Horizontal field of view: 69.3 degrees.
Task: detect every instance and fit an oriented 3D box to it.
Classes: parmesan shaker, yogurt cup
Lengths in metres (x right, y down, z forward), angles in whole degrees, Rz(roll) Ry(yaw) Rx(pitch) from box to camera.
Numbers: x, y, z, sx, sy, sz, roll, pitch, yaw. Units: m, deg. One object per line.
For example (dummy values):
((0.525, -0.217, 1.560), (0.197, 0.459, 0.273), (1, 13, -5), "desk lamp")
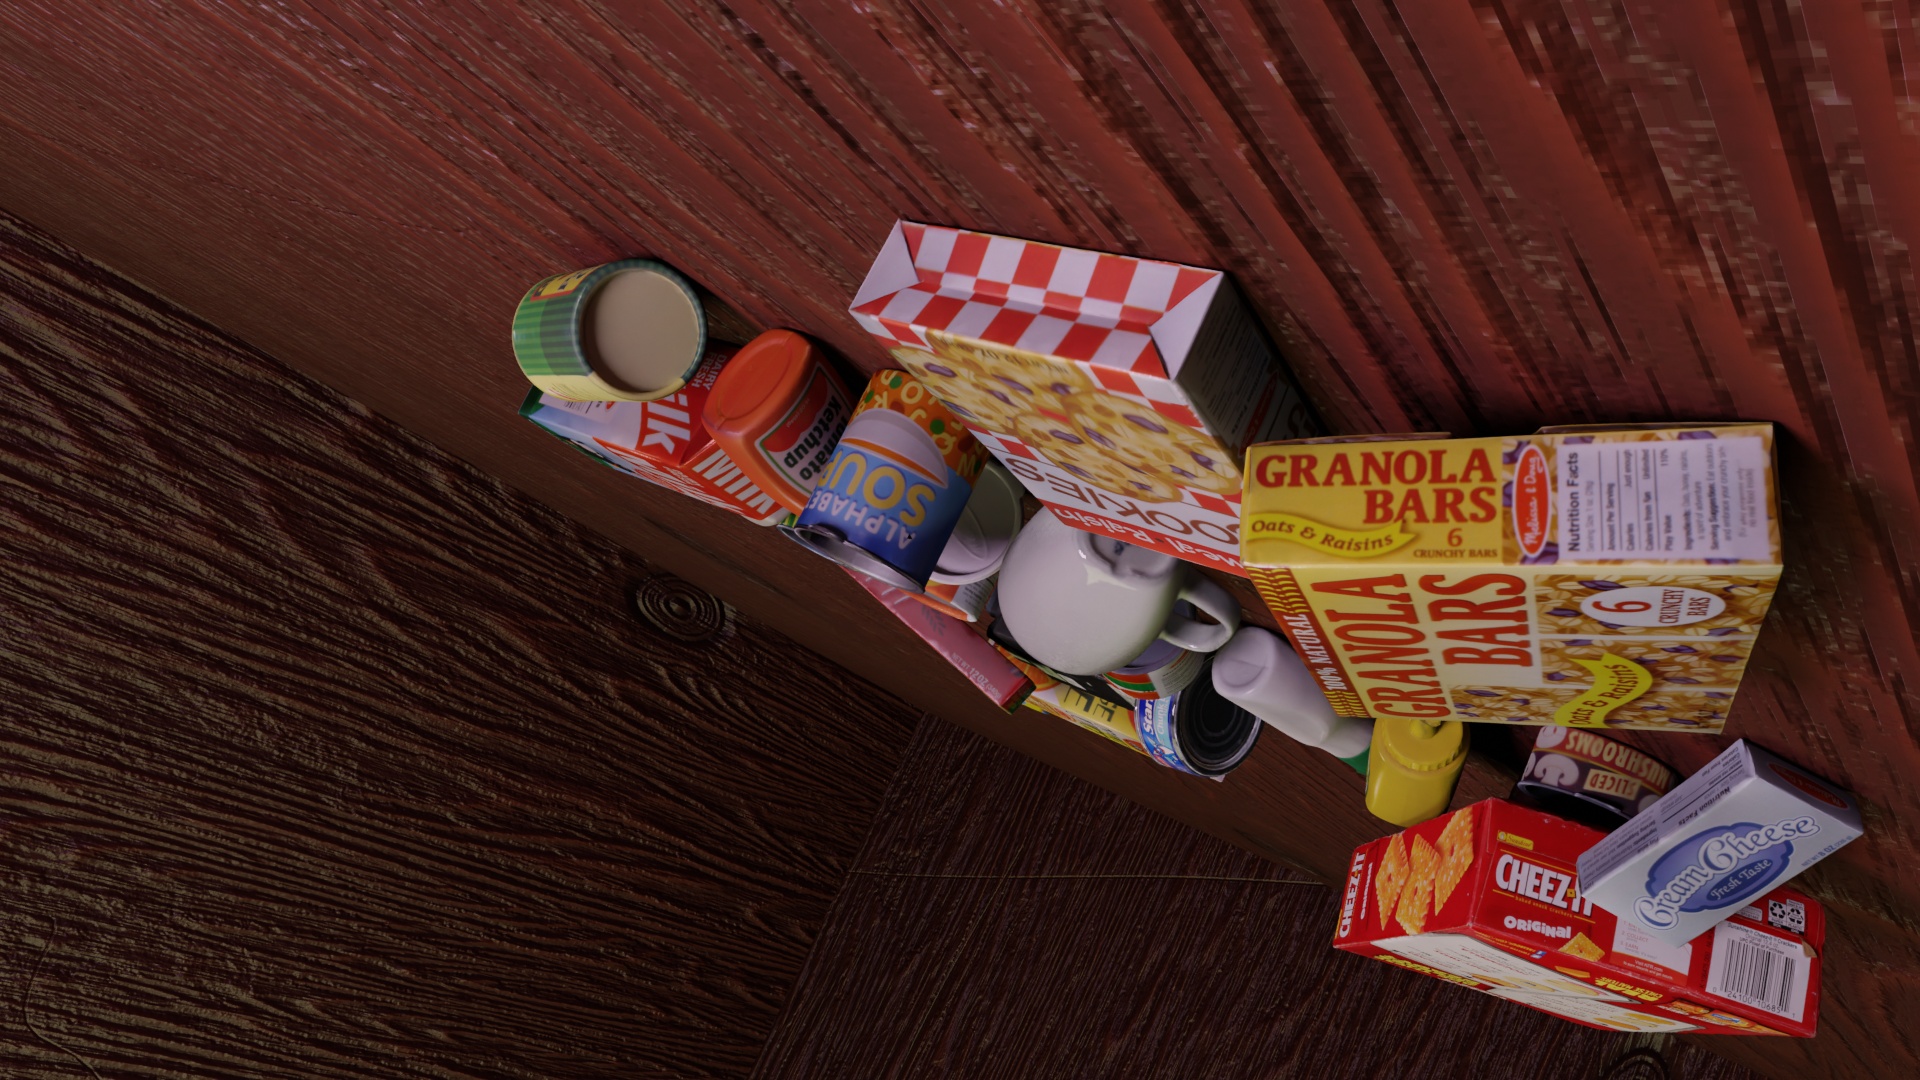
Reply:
((-0.168, -0.100, 0.672), (0.071, 0.071, 0.103), (32, 168, -30), "parmesan shaker")
((0.003, -0.009, 0.719), (0.072, 0.072, 0.054), (24, 178, 12), "yogurt cup")

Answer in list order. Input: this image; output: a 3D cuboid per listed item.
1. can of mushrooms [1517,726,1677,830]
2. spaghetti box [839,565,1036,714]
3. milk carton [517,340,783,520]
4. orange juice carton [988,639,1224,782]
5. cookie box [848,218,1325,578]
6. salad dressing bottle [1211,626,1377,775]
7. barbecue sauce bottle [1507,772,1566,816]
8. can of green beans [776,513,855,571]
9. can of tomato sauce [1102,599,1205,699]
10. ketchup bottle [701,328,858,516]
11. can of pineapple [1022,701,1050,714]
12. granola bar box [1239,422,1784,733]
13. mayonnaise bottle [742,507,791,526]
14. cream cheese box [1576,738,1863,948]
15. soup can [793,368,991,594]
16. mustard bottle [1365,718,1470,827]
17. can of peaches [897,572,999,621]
((0.312, 0.118, 0.679), (0.071, 0.033, 0.071), (26, 171, 5), "can of mushrooms")
((-0.051, 0.027, 0.954), (0.250, 0.029, 0.050), (40, 176, 17), "spaghetti box")
((-0.151, -0.068, 0.769), (0.191, 0.073, 0.072), (18, 167, 38), "milk carton")
((0.116, 0.106, 1.007), (0.193, 0.072, 0.073), (21, 169, 28), "orange juice carton")
((0.058, -0.041, 0.473), (0.123, 0.040, 0.167), (18, 167, 37), "cookie box")
((0.209, 0.098, 0.816), (0.147, 0.044, 0.064), (31, 168, -35), "salad dressing bottle")
((0.383, 0.176, 0.773), (0.148, 0.044, 0.065), (26, 174, -4), "barbecue sauce bottle")
((-0.073, -0.019, 0.875), (0.071, 0.058, 0.071), (25, 170, 5), "can of green beans")
((0.098, 0.048, 0.763), (0.071, 0.071, 0.083), (22, 170, 19), "can of tomato sauce")
((-0.068, -0.038, 0.686), (0.043, 0.065, 0.148), (27, 164, 33), "ketchup bottle")
((0.062, 0.108, 1.173), (0.058, 0.071, 0.071), (20, 168, 30), "can of pineapple")
((0.161, 0.017, 0.408), (0.124, 0.039, 0.165), (-1, 159, 24), "granola bar box")
((-0.131, -0.045, 0.884), (0.041, 0.065, 0.148), (33, 172, -20), "mayonnaise bottle")
((0.317, 0.130, 0.589), (0.053, 0.024, 0.103), (28, 131, -3), "cream cheese box")
((-0.029, -0.028, 0.633), (0.071, 0.084, 0.071), (25, 170, 5), "soup can")
((0.243, 0.110, 0.739), (0.049, 0.065, 0.159), (13, 161, 19), "mustard bottle")
((-0.009, 0.011, 0.865), (0.071, 0.058, 0.071), (25, 170, 5), "can of peaches")
